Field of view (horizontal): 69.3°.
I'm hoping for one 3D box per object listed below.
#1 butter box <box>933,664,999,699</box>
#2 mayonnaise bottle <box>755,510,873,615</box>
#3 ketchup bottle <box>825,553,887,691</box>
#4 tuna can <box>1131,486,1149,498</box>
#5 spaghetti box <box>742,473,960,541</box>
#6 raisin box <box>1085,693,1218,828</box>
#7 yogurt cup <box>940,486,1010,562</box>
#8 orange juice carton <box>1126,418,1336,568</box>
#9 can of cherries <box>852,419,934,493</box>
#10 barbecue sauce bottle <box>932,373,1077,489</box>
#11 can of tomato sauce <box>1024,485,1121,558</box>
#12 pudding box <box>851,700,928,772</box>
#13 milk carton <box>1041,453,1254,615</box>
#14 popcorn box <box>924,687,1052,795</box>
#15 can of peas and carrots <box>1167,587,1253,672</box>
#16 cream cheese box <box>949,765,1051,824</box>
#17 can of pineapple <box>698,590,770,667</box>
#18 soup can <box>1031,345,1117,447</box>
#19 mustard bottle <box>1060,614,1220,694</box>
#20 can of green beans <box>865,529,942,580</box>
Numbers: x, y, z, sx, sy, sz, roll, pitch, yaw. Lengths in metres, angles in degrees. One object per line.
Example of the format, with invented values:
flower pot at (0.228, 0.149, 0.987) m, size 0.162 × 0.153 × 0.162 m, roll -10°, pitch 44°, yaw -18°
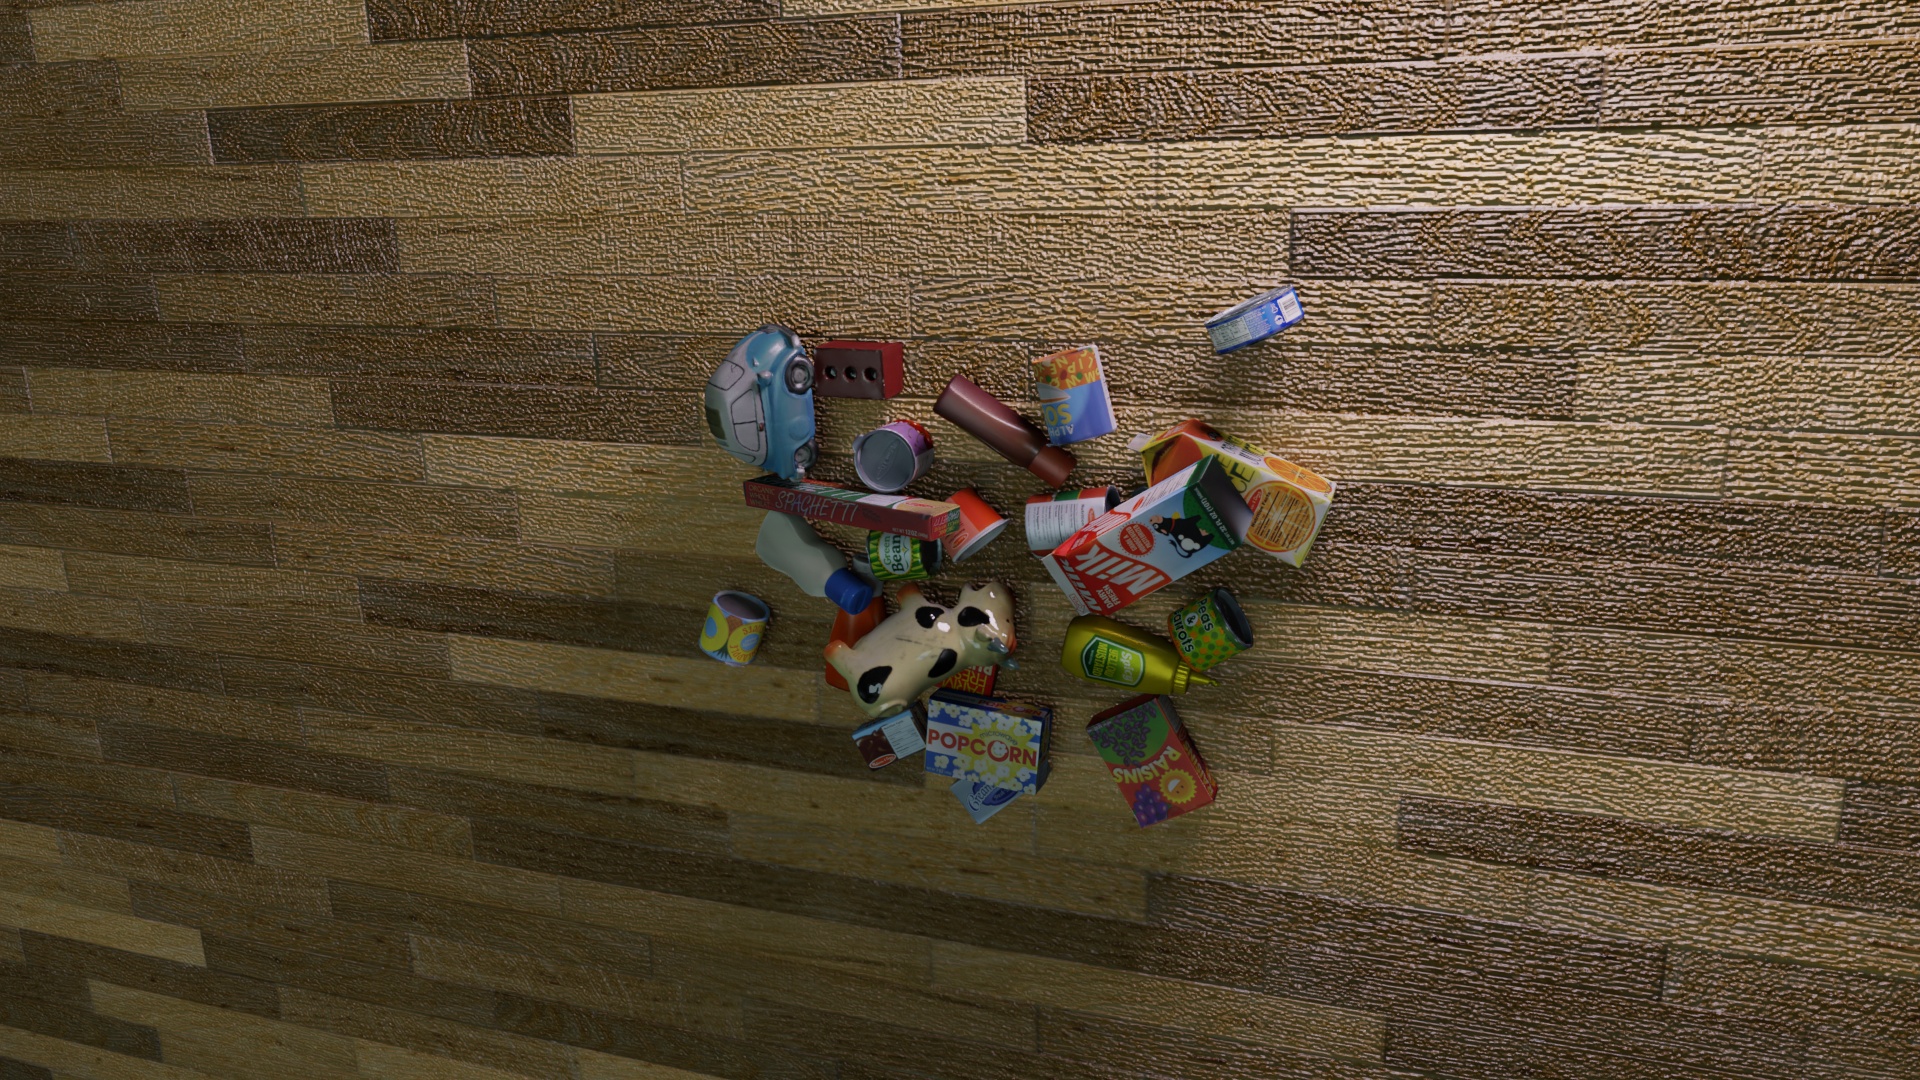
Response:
butter box at (-0.010, 0.133, 1.478) m, size 0.103 × 0.024 × 0.053 m, roll 16°, pitch 110°, yaw 15°
mayonnaise bottle at (-0.153, 0.025, 1.464) m, size 0.148 × 0.041 × 0.064 m, roll 36°, pitch 116°, yaw 30°
ketchup bottle at (-0.106, 0.089, 1.490) m, size 0.065 × 0.044 × 0.148 m, roll 13°, pitch 109°, yaw 12°
tuna can at (0.191, -0.019, 1.360) m, size 0.071 × 0.033 × 0.071 m, roll 5°, pitch 107°, yaw 18°
spaghetti box at (-0.115, -0.036, 1.420) m, size 0.250 × 0.050 × 0.028 m, roll 11°, pitch 109°, yaw 33°
raisin box at (0.197, 0.223, 1.422) m, size 0.086 × 0.040 × 0.123 m, roll -27°, pitch 95°, yaw 23°
yogurt cup at (0.005, -0.018, 1.410) m, size 0.072 × 0.072 × 0.054 m, roll -42°, pitch 81°, yaw 25°
orange juice carton at (0.249, -0.055, 1.308) m, size 0.193 × 0.072 × 0.072 m, roll 26°, pitch 112°, yaw 11°
can of cherries at (-0.069, -0.089, 1.419) m, size 0.071 × 0.058 × 0.071 m, roll 6°, pitch 108°, yaw 19°
barbecue sauce bottle at (0.045, -0.107, 1.374) m, size 0.148 × 0.065 × 0.043 m, roll 34°, pitch 108°, yaw -2°
can of tomato sauce at (0.113, -0.017, 1.371) m, size 0.083 × 0.071 × 0.071 m, roll -5°, pitch 103°, yaw 21°
pudding box at (-0.072, 0.214, 1.520) m, size 0.083 × 0.030 × 0.049 m, roll -27°, pitch 96°, yaw 24°
milk carton at (0.167, 0.004, 1.277) m, size 0.190 × 0.074 × 0.072 m, roll -30°, pitch 100°, yaw 30°
popcorn box at (0.028, 0.209, 1.450) m, size 0.127 × 0.038 × 0.085 m, roll 9°, pitch 107°, yaw 18°
can of peas and carrots at (0.242, 0.087, 1.351) m, size 0.058 × 0.071 × 0.071 m, roll -32°, pitch 93°, yaw 25°
cream cheese box at (0.043, 0.257, 1.494) m, size 0.103 × 0.024 × 0.053 m, roll -39°, pitch 88°, yaw 24°
can of pineapple at (-0.247, 0.096, 1.529) m, size 0.071 × 0.071 × 0.057 m, roll 26°, pitch 112°, yaw 11°
soup can at (0.107, -0.139, 1.336) m, size 0.071 × 0.071 × 0.083 m, roll -11°, pitch 100°, yaw 22°
mustard bottle at (0.182, 0.121, 1.393) m, size 0.160 × 0.049 × 0.065 m, roll 14°, pitch 111°, yaw 16°
can of green beans at (-0.057, 0.008, 1.437) m, size 0.058 × 0.071 × 0.071 m, roll -2°, pitch 104°, yaw 20°
